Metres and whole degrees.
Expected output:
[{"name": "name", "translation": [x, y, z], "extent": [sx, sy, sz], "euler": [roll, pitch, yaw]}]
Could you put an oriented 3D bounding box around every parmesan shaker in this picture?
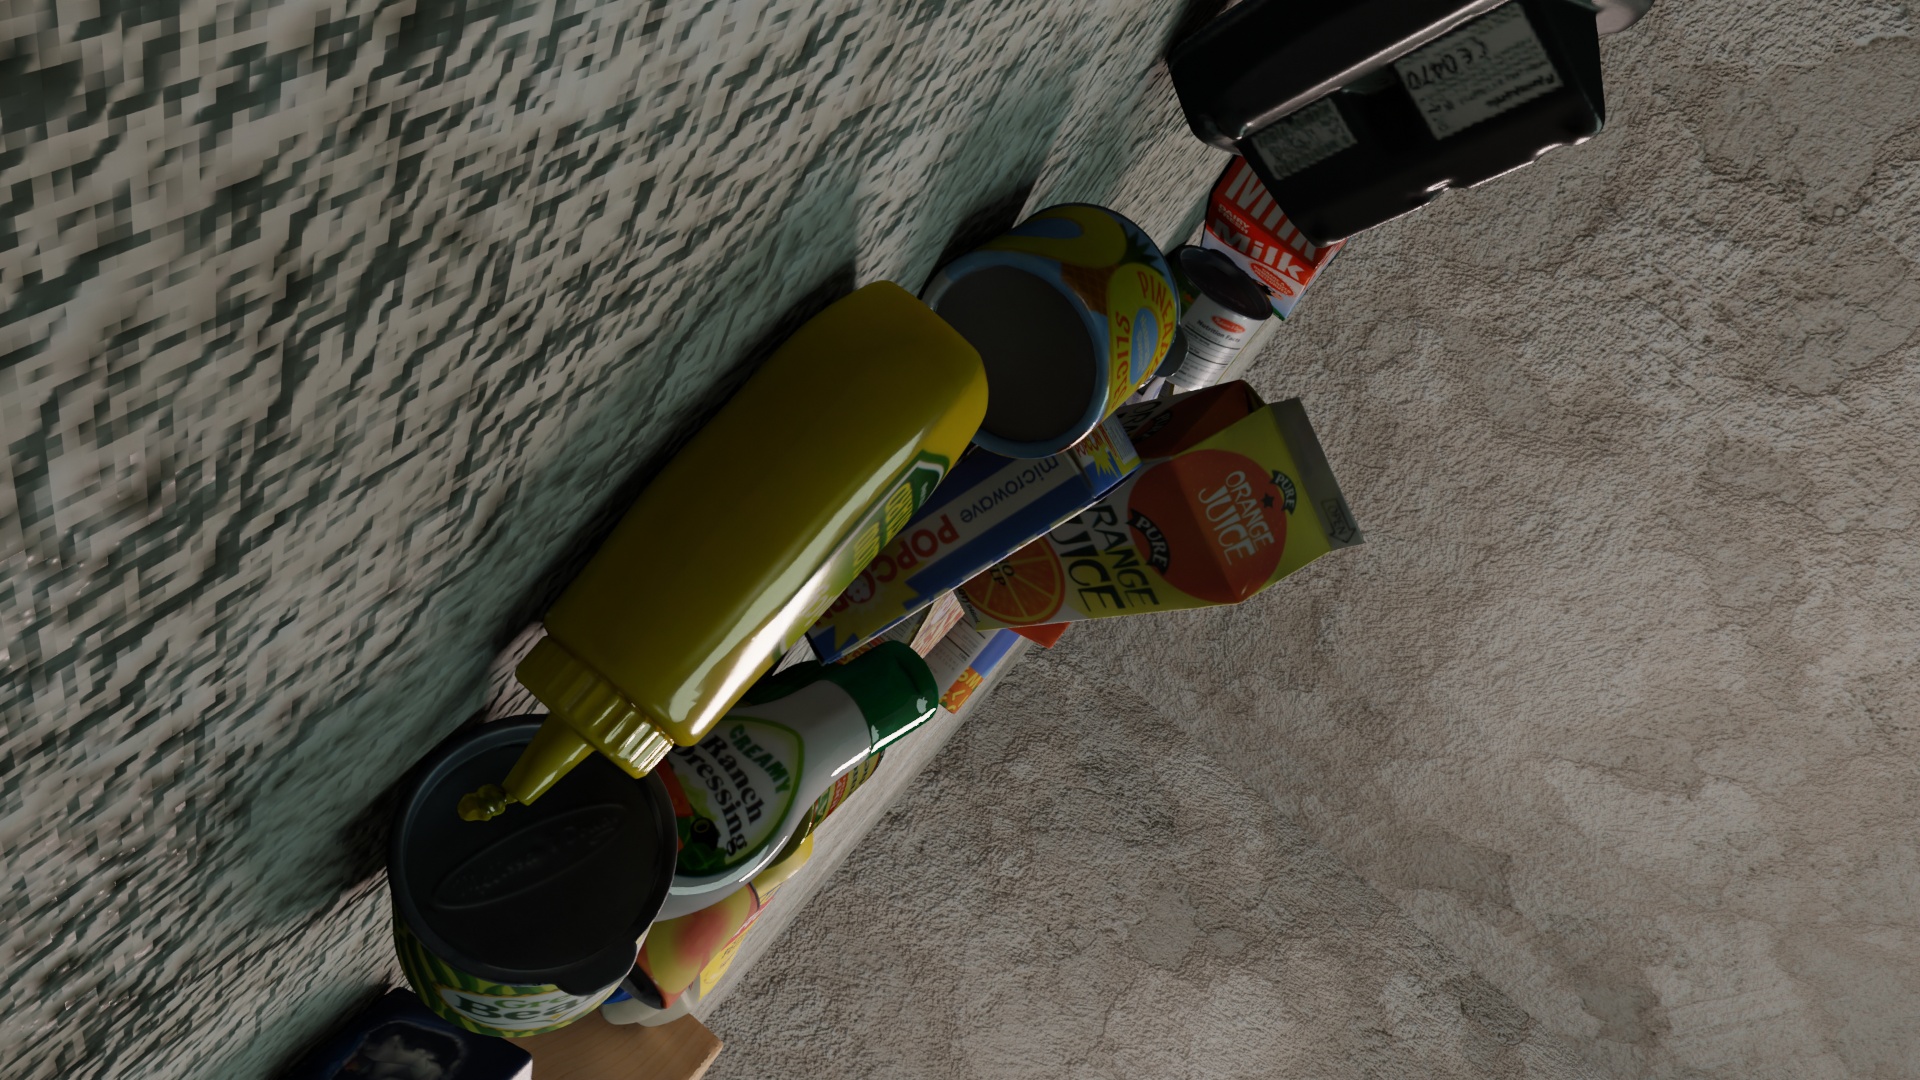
[{"name": "parmesan shaker", "translation": [-0.076, 0.091, 0.599], "extent": [0.071, 0.071, 0.103], "euler": [-53, 173, 15]}]

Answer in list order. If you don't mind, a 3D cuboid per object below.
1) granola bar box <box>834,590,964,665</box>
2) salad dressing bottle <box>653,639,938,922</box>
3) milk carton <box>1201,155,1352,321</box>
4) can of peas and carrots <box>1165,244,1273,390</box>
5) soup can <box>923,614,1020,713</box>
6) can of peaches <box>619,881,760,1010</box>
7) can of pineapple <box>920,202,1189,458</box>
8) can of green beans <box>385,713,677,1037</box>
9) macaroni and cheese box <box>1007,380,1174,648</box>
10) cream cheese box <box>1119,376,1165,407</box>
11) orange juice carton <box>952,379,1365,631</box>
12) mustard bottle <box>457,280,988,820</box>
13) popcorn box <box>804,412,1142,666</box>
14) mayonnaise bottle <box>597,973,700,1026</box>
[{"name": "granola bar box", "translation": [-0.003, 0.011, 0.754], "extent": [0.166, 0.039, 0.123], "euler": [-44, 171, -41]}, {"name": "salad dressing bottle", "translation": [-0.071, 0.082, 0.507], "extent": [0.148, 0.064, 0.043], "euler": [-28, 168, -40]}, {"name": "milk carton", "translation": [0.192, -0.192, 0.801], "extent": [0.073, 0.072, 0.190], "euler": [-51, 173, 3]}, {"name": "can of peas and carrots", "translation": [0.138, -0.131, 0.811], "extent": [0.058, 0.071, 0.071], "euler": [-55, 172, 34]}, {"name": "soup can", "translation": [-0.002, 0.063, 0.923], "extent": [0.084, 0.071, 0.071], "euler": [-50, 173, -4]}, {"name": "can of peaches", "translation": [-0.131, 0.155, 0.593], "extent": [0.058, 0.071, 0.071], "euler": [-46, 172, -32]}, {"name": "can of pineapple", "translation": [0.029, -0.065, 0.429], "extent": [0.058, 0.071, 0.070], "euler": [-42, 169, -51]}, {"name": "can of green beans", "translation": [-0.108, 0.085, 0.349], "extent": [0.071, 0.071, 0.057], "euler": [-46, 172, -36]}, {"name": "macaroni and cheese box", "translation": [0.079, -0.033, 0.856], "extent": [0.123, 0.040, 0.167], "euler": [-57, -171, 42]}, {"name": "cream cheese box", "translation": [0.071, -0.083, 0.671], "extent": [0.024, 0.053, 0.103], "euler": [-48, 173, -5]}, {"name": "orange juice carton", "translation": [0.078, -0.015, 0.613], "extent": [0.192, 0.071, 0.073], "euler": [-10, -155, 43]}, {"name": "mustard bottle", "translation": [-0.058, 0.008, 0.338], "extent": [0.161, 0.049, 0.065], "euler": [-49, 171, -16]}, {"name": "popcorn box", "translation": [0.002, -0.007, 0.532], "extent": [0.126, 0.038, 0.085], "euler": [-32, -179, 21]}, {"name": "mayonnaise bottle", "translation": [-0.161, 0.208, 0.685], "extent": [0.041, 0.065, 0.147], "euler": [-18, 165, -7]}]
